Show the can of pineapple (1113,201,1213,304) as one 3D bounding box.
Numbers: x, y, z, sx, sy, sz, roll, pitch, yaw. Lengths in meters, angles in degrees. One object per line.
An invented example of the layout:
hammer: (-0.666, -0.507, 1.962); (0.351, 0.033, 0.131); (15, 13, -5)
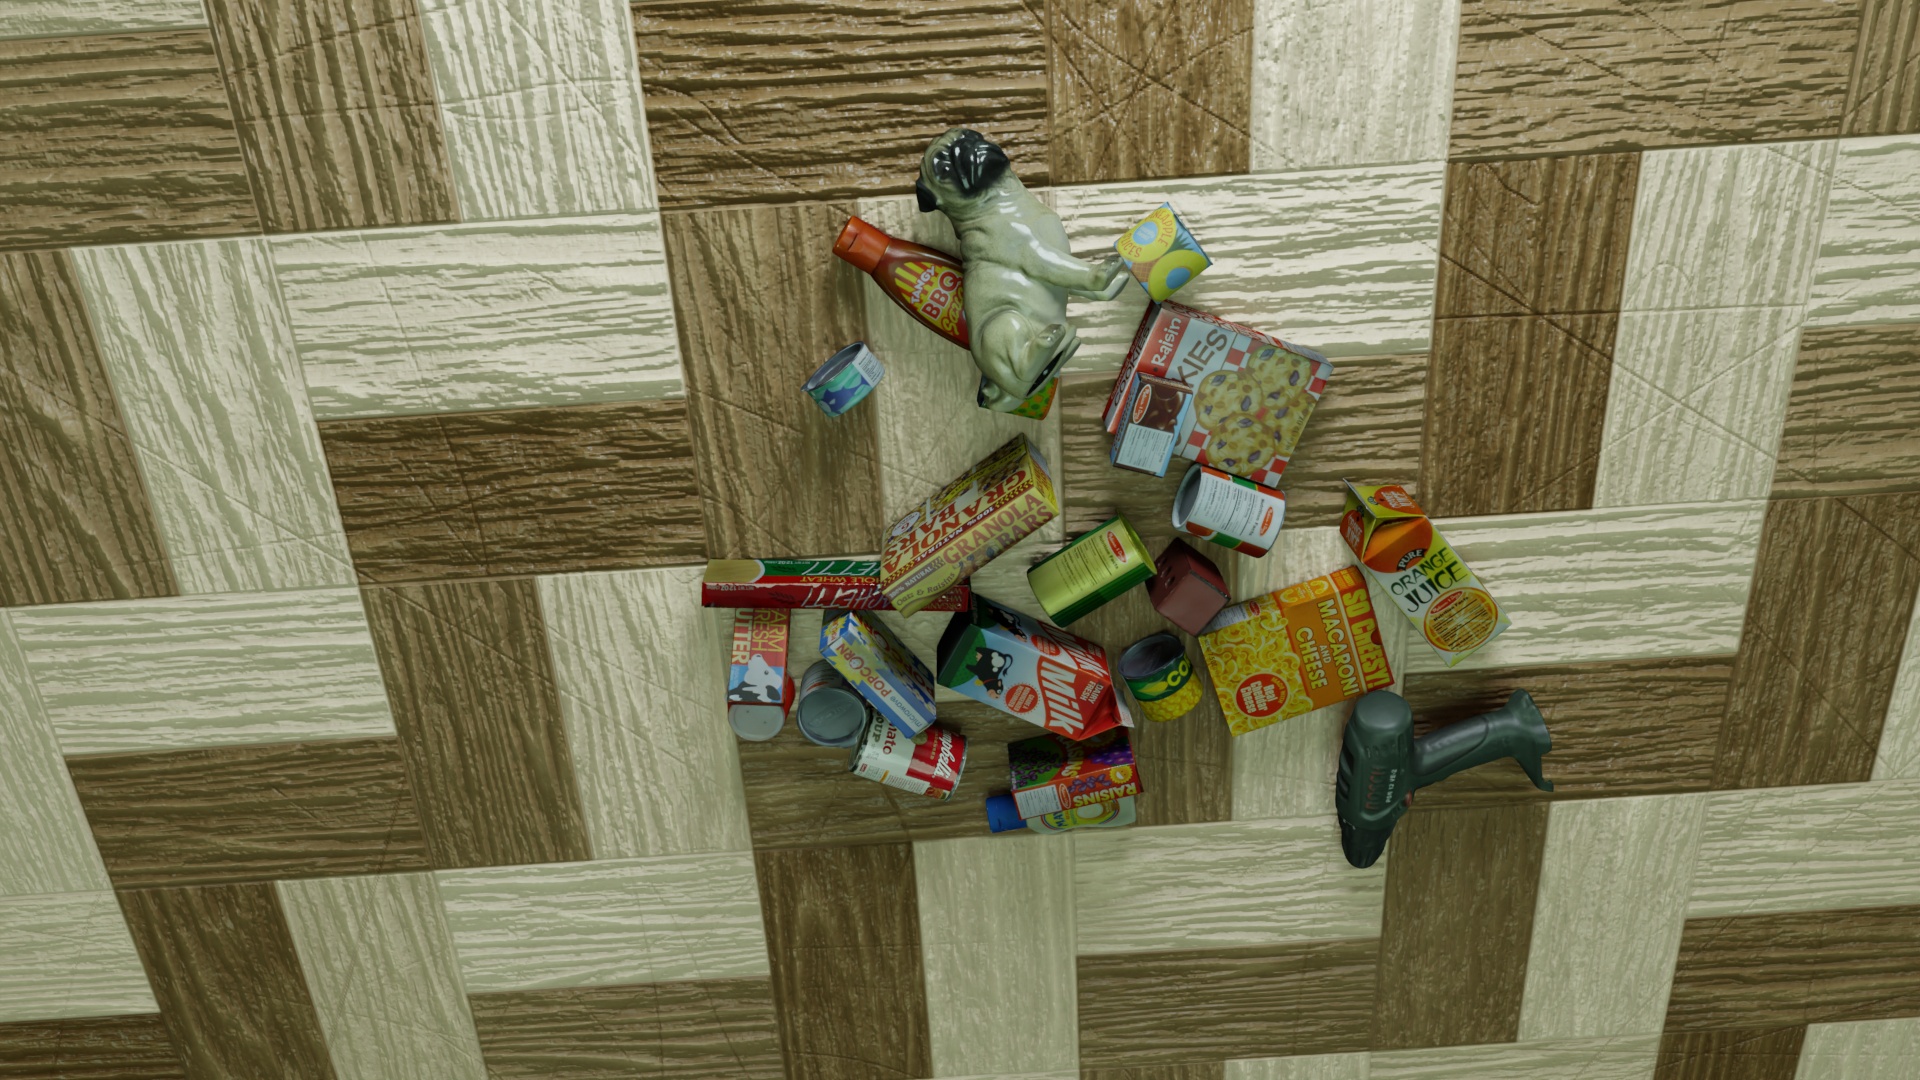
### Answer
can of pineapple: (0.169, -0.242, 1.165); (0.058, 0.071, 0.071); (-36, 110, 14)

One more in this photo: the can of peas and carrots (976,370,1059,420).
can of peas and carrots: (0.051, -0.140, 1.210); (0.059, 0.071, 0.070); (12, 114, -7)

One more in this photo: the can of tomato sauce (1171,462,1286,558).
can of tomato sauce: (0.243, -0.028, 1.268); (0.083, 0.071, 0.071); (18, 113, -9)

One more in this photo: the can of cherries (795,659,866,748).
can of cherries: (-0.123, 0.158, 1.344); (0.071, 0.058, 0.071); (-1, 114, -2)

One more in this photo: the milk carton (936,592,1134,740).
milk carton: (0.077, 0.127, 1.327); (0.190, 0.072, 0.073); (23, 111, -12)

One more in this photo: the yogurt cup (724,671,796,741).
yogurt cup: (-0.195, 0.157, 1.344); (0.072, 0.054, 0.072); (-1, 114, -2)

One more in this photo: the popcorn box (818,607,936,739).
popcorn box: (-0.076, 0.118, 1.312); (0.038, 0.085, 0.126); (-38, 110, 14)

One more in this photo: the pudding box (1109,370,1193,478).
pudding box: (0.165, -0.100, 1.205); (0.050, 0.030, 0.083); (13, 114, -7)

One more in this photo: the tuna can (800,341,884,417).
tuna can: (-0.102, -0.138, 1.206); (0.071, 0.071, 0.032); (-34, 111, 13)

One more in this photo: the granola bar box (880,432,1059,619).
granola bar box: (0.004, -0.015, 1.232); (0.165, 0.125, 0.039); (-35, 112, 13)

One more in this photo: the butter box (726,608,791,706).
butter box: (-0.188, 0.103, 1.305); (0.053, 0.024, 0.103); (3, 76, -2)

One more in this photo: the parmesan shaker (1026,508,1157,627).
parmesan shaker: (0.120, 0.026, 1.289); (0.103, 0.071, 0.071); (-31, 112, 13)

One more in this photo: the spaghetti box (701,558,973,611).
spaghetti box: (-0.113, 0.041, 1.296); (0.250, 0.050, 0.028); (1, 116, -2)

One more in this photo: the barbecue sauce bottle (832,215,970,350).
barbecue sauce bottle: (-0.036, -0.223, 1.181); (0.148, 0.044, 0.064); (29, 105, -13)

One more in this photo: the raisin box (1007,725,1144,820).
raisin box: (0.111, 0.224, 1.365); (0.123, 0.086, 0.040); (-14, 113, 5)

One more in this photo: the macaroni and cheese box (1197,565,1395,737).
macaroni and cheese box: (0.322, 0.109, 1.344); (0.166, 0.040, 0.123); (-19, 114, 7)

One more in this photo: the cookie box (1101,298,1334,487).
cookie box: (0.226, -0.131, 1.233); (0.167, 0.040, 0.122); (17, 113, -10)

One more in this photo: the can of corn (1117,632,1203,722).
can of corn: (0.195, 0.132, 1.335); (0.071, 0.071, 0.058); (-26, 114, 10)

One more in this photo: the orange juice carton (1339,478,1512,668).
orange juice carton: (0.420, 0.021, 1.290); (0.073, 0.072, 0.192); (-39, 110, 15)

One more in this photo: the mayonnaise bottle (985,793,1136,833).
mayonnaise bottle: (0.101, 0.267, 1.409); (0.148, 0.041, 0.064); (-10, 116, 2)
